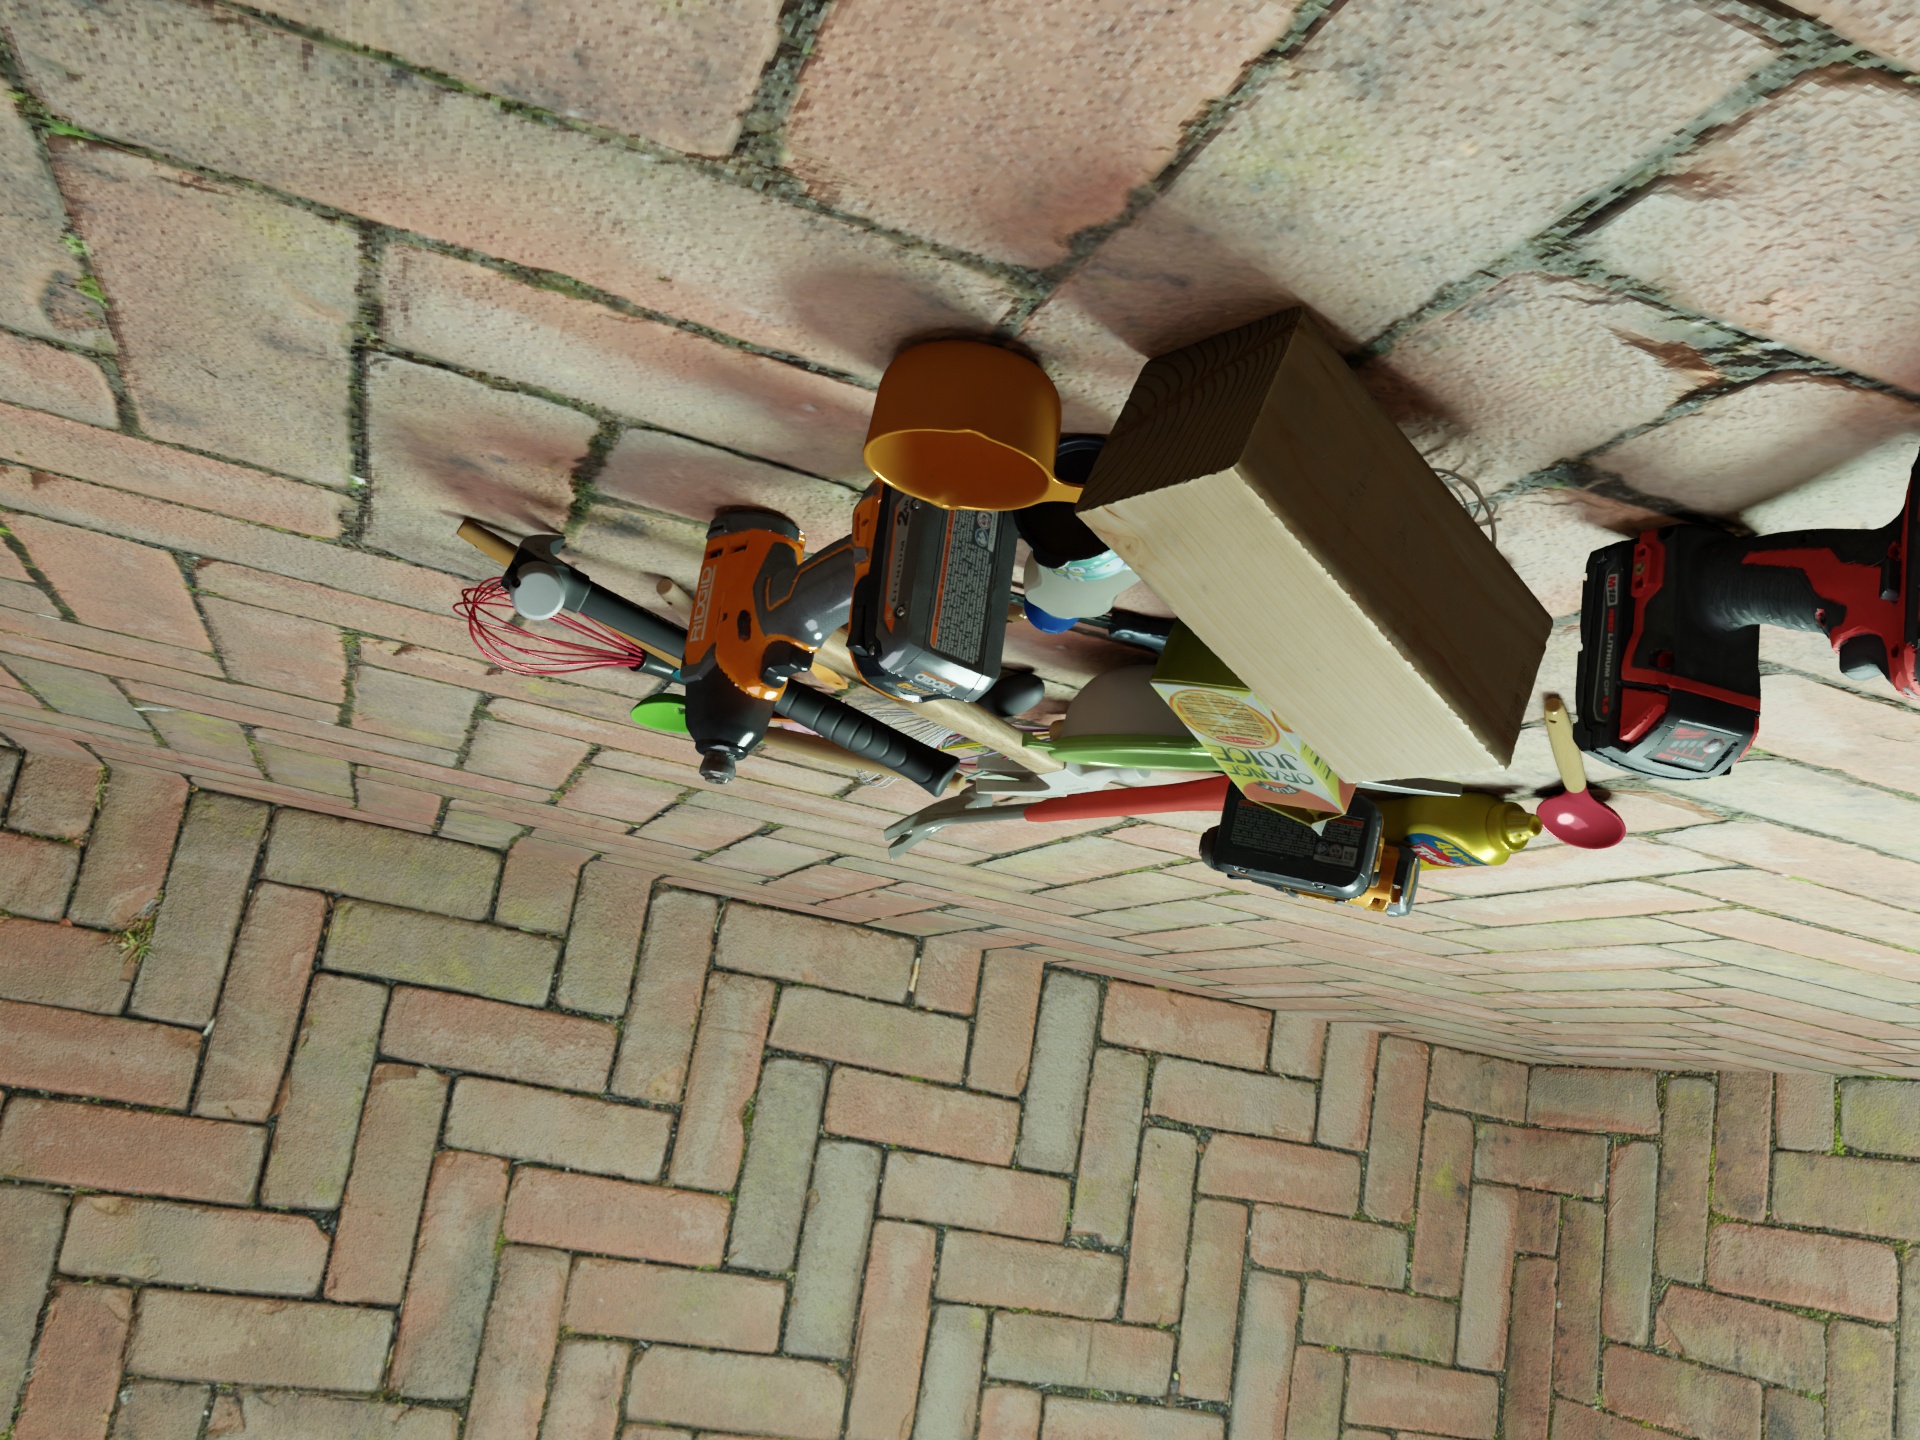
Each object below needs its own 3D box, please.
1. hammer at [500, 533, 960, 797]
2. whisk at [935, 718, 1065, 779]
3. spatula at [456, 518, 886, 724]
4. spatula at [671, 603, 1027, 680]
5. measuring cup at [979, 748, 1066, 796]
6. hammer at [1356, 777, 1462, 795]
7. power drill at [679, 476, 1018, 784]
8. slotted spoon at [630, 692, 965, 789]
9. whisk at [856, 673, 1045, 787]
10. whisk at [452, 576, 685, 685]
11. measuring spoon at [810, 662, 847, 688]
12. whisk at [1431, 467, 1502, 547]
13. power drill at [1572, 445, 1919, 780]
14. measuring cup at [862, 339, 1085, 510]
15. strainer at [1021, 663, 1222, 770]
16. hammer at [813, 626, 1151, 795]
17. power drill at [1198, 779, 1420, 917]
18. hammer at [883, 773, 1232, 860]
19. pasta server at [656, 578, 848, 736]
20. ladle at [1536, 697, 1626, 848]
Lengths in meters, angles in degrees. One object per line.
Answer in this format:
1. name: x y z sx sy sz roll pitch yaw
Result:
1. hammer: -0.143 -0.031 1.051 0.334 0.035 0.146 27 -172 -22
2. whisk: 0.061 0.015 1.311 0.245 0.051 0.047 -9 151 45
3. spatula: -0.200 -0.058 1.116 0.322 0.041 0.081 32 168 -19
4. spatula: -0.076 -0.053 1.131 0.317 0.044 0.082 -5 161 42
5. measuring cup: 0.072 0.032 1.383 0.083 0.038 0.167 13 164 -14
6. hammer: 0.303 -0.015 1.040 0.146 0.038 0.410 7 166 5
7. power drill: -0.077 -0.050 0.899 0.084 0.164 0.226 21 160 -40
8. slotted spoon: -0.138 0.018 1.325 0.314 0.031 0.070 13 163 23
9. whisk: -0.018 0.001 1.296 0.070 0.070 0.284 18 159 -29
10. whisk: -0.266 -0.053 1.240 0.073 0.073 0.295 -1 168 37
11. measuring spoon: -0.108 -0.042 1.270 0.021 0.011 0.116 7 169 10
12. whisk: 0.185 -0.084 0.830 0.058 0.059 0.246 -23 -174 -26
13. power drill: 0.375 -0.036 0.691 0.078 0.143 0.219 12 168 -19
14. measuring cup: 0.044 -0.129 0.731 0.173 0.052 0.095 9 166 -5
15. strainer: 0.163 0.001 1.160 0.151 0.069 0.256 -1 175 30
16. hammer: -0.002 -0.004 1.166 0.130 0.031 0.331 -15 152 36
17. power drill: 0.266 0.104 1.287 0.185 0.084 0.226 10 171 24
18. hammer: 0.102 0.081 1.462 0.359 0.036 0.149 -8 -168 39
19. pasta server: -0.164 -0.046 1.259 0.060 0.040 0.316 5 161 18
20. ladle: 0.451 0.040 1.176 0.069 0.031 0.315 11 166 28
